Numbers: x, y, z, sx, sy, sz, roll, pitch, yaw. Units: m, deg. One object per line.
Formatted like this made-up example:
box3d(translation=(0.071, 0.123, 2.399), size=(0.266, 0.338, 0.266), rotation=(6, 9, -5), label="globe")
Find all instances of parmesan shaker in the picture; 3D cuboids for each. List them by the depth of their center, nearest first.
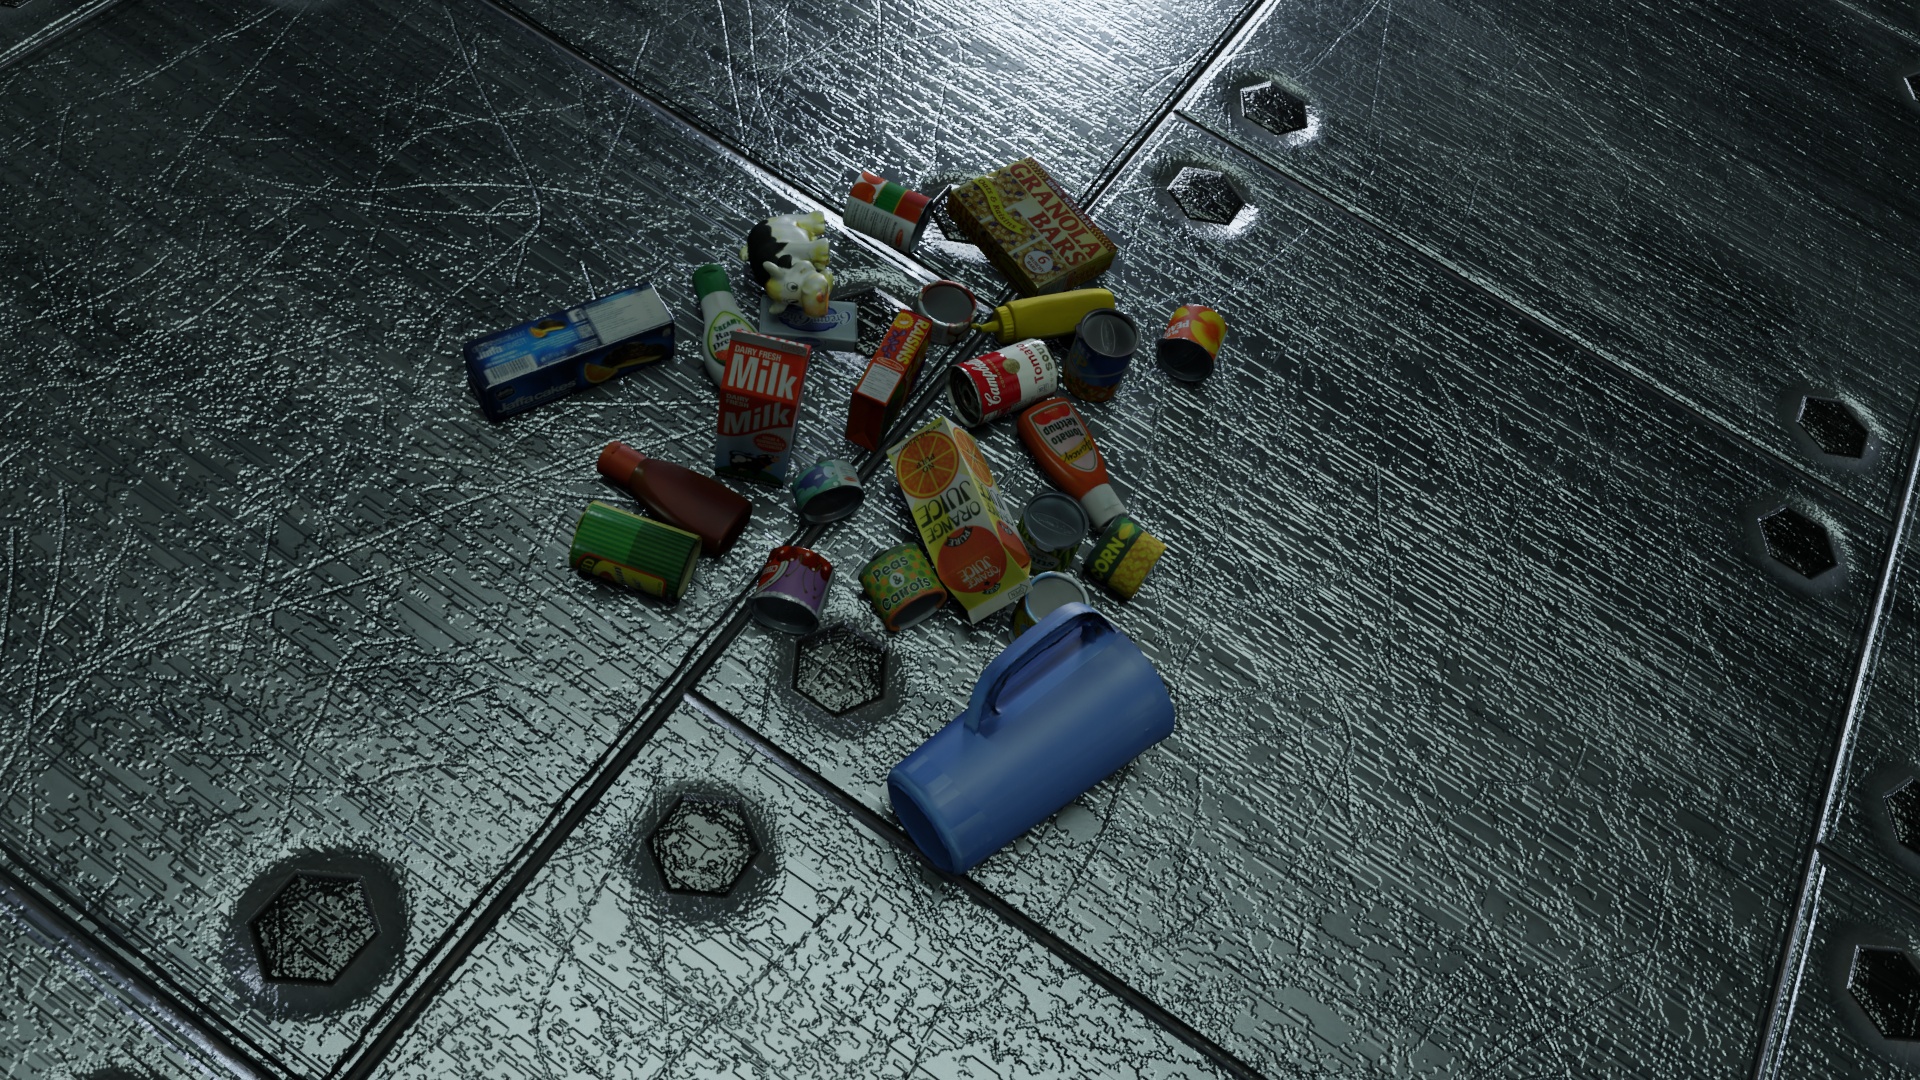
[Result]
box3d(translation=(-0.298, 0.010, 1.276), size=(0.103, 0.071, 0.071), rotation=(19, 58, -1), label="parmesan shaker")

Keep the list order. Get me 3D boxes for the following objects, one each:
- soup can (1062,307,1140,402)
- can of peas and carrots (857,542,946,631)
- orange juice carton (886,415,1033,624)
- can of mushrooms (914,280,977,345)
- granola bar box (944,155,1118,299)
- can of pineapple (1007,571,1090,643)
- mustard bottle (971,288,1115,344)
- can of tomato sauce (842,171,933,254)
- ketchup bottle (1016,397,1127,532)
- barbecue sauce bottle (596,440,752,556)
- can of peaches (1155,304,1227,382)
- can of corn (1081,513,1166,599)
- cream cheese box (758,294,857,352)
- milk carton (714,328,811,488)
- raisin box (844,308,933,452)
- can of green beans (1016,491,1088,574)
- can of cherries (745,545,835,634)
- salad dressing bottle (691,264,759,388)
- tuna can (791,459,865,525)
box3d(translation=(0.147, -0.198, 1.490), size=(0.071, 0.083, 0.071), rotation=(6, 59, -9), label="soup can")
box3d(translation=(-0.055, 0.043, 1.310), size=(0.071, 0.070, 0.059), rotation=(-23, 68, -23), label="can of peas and carrots")
box3d(translation=(0.005, -0.017, 1.342), size=(0.071, 0.073, 0.193), rotation=(-31, 64, 16), label="orange juice carton")
box3d(translation=(-0.015, -0.250, 1.515), size=(0.071, 0.033, 0.071), rotation=(5, 59, -8), label="can of mushrooms")
box3d(translation=(0.081, -0.358, 1.597), size=(0.125, 0.039, 0.166), rotation=(-30, 70, -26), label="granola bar box")
box3d(translation=(0.085, 0.072, 1.331), size=(0.071, 0.057, 0.071), rotation=(5, 59, -9), label="can of pineapple")
box3d(translation=(0.087, -0.242, 1.517), size=(0.160, 0.065, 0.048), rotation=(-12, 102, -13), label="mustard bottle")
box3d(translation=(-0.081, -0.367, 1.551), size=(0.083, 0.070, 0.071), rotation=(23, 58, 3), label="can of tomato sauce")
box3d(translation=(0.119, -0.077, 1.436), size=(0.065, 0.043, 0.149), rotation=(-22, 67, -23), label="ketchup bottle")
box3d(translation=(-0.277, -0.046, 1.331), size=(0.148, 0.043, 0.065), rotation=(30, 52, 6), label="barbecue sauce bottle")
box3d(translation=(0.254, -0.220, 1.535), size=(0.071, 0.071, 0.058), rotation=(25, 57, 3), label="can of peaches")
box3d(translation=(0.162, 0.017, 1.374), size=(0.058, 0.070, 0.071), rotation=(35, 59, 9), label="can of corn")
box3d(translation=(-0.162, -0.230, 1.476), size=(0.104, 0.024, 0.053), rotation=(3, 60, -10), label="cream cheese box")
box3d(translation=(-0.188, -0.133, 1.316), size=(0.072, 0.189, 0.074), rotation=(12, 59, -5), label="milk carton")
box3d(translation=(-0.072, -0.164, 1.421), size=(0.040, 0.085, 0.124), rotation=(23, 58, 4), label="raisin box")
box3d(translation=(0.088, -0.006, 1.378), size=(0.071, 0.057, 0.071), rotation=(6, 59, -9), label="can of green beans")
box3d(translation=(-0.157, 0.045, 1.288), size=(0.071, 0.071, 0.059), rotation=(17, 58, -2), label="can of cherries")
box3d(translation=(-0.243, -0.220, 1.441), size=(0.064, 0.043, 0.148), rotation=(-15, 64, -15), label="salad dressing bottle")
box3d(translation=(-0.131, -0.046, 1.351), size=(0.071, 0.070, 0.033), rotation=(-14, 63, -19), label="tuna can")
